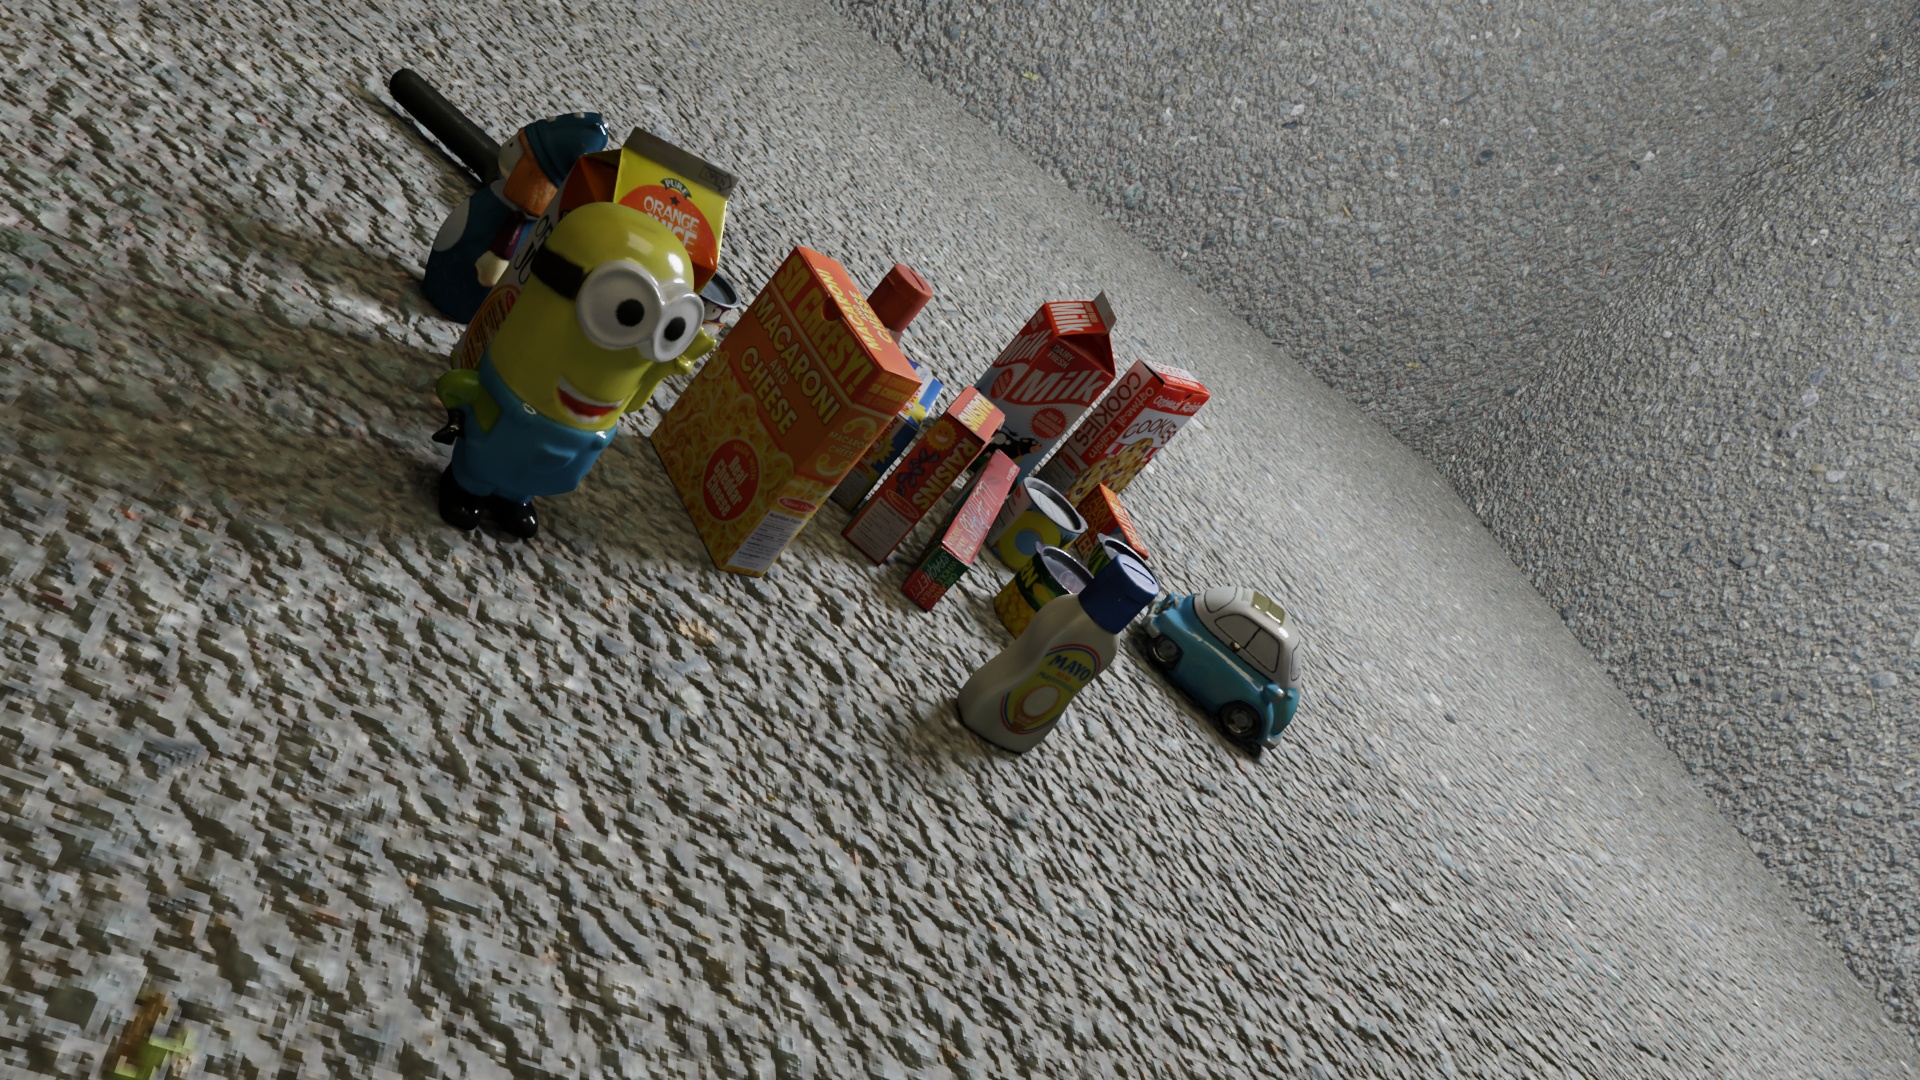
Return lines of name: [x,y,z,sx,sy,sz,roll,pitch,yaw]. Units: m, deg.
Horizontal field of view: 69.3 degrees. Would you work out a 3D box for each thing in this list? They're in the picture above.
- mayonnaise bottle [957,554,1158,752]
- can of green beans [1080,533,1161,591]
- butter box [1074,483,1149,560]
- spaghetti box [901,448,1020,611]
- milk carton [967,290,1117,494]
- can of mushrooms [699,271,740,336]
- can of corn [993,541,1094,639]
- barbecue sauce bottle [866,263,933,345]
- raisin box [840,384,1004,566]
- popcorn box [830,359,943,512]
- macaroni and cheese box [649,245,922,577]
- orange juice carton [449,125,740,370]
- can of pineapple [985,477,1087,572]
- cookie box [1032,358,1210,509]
mayonnaise bottle: [0.065,0.072,0.892,0.064,0.147,0.041,30,24,-28]
can of green beans: [0.127,0.040,1.179,0.071,0.057,0.071,35,22,-16]
butter box: [0.133,-0.003,1.277,0.024,0.053,0.104,28,25,-32]
spaghetti box: [0.004,-0.014,1.084,0.028,0.050,0.251,40,22,-5]
milk carton: [0.073,-0.141,1.252,0.073,0.190,0.073,32,23,-24]
can of mushrooms: [-0.210,-0.192,1.087,0.071,0.033,0.071,35,22,-16]
can of corn: [0.066,0.045,1.067,0.071,0.058,0.071,35,22,-16]
barbecue sauce bottle: [-0.080,-0.143,1.055,0.043,0.148,0.065,17,32,-47]
raisin box: [-0.025,-0.048,1.001,0.040,0.123,0.086,41,21,-3]
popcorn box: [-0.060,-0.082,1.059,0.038,0.085,0.127,39,21,-7]
macaroni and cheese box: [-0.112,-0.079,0.855,0.040,0.166,0.124,15,33,-49]
orange juice carton: [-0.205,-0.144,0.786,0.072,0.192,0.073,20,30,-44]
can of pineapple: [0.062,-0.009,1.163,0.071,0.057,0.071,35,22,-16]
cookie box: [0.153,-0.096,1.332,0.040,0.167,0.123,50,23,20]
